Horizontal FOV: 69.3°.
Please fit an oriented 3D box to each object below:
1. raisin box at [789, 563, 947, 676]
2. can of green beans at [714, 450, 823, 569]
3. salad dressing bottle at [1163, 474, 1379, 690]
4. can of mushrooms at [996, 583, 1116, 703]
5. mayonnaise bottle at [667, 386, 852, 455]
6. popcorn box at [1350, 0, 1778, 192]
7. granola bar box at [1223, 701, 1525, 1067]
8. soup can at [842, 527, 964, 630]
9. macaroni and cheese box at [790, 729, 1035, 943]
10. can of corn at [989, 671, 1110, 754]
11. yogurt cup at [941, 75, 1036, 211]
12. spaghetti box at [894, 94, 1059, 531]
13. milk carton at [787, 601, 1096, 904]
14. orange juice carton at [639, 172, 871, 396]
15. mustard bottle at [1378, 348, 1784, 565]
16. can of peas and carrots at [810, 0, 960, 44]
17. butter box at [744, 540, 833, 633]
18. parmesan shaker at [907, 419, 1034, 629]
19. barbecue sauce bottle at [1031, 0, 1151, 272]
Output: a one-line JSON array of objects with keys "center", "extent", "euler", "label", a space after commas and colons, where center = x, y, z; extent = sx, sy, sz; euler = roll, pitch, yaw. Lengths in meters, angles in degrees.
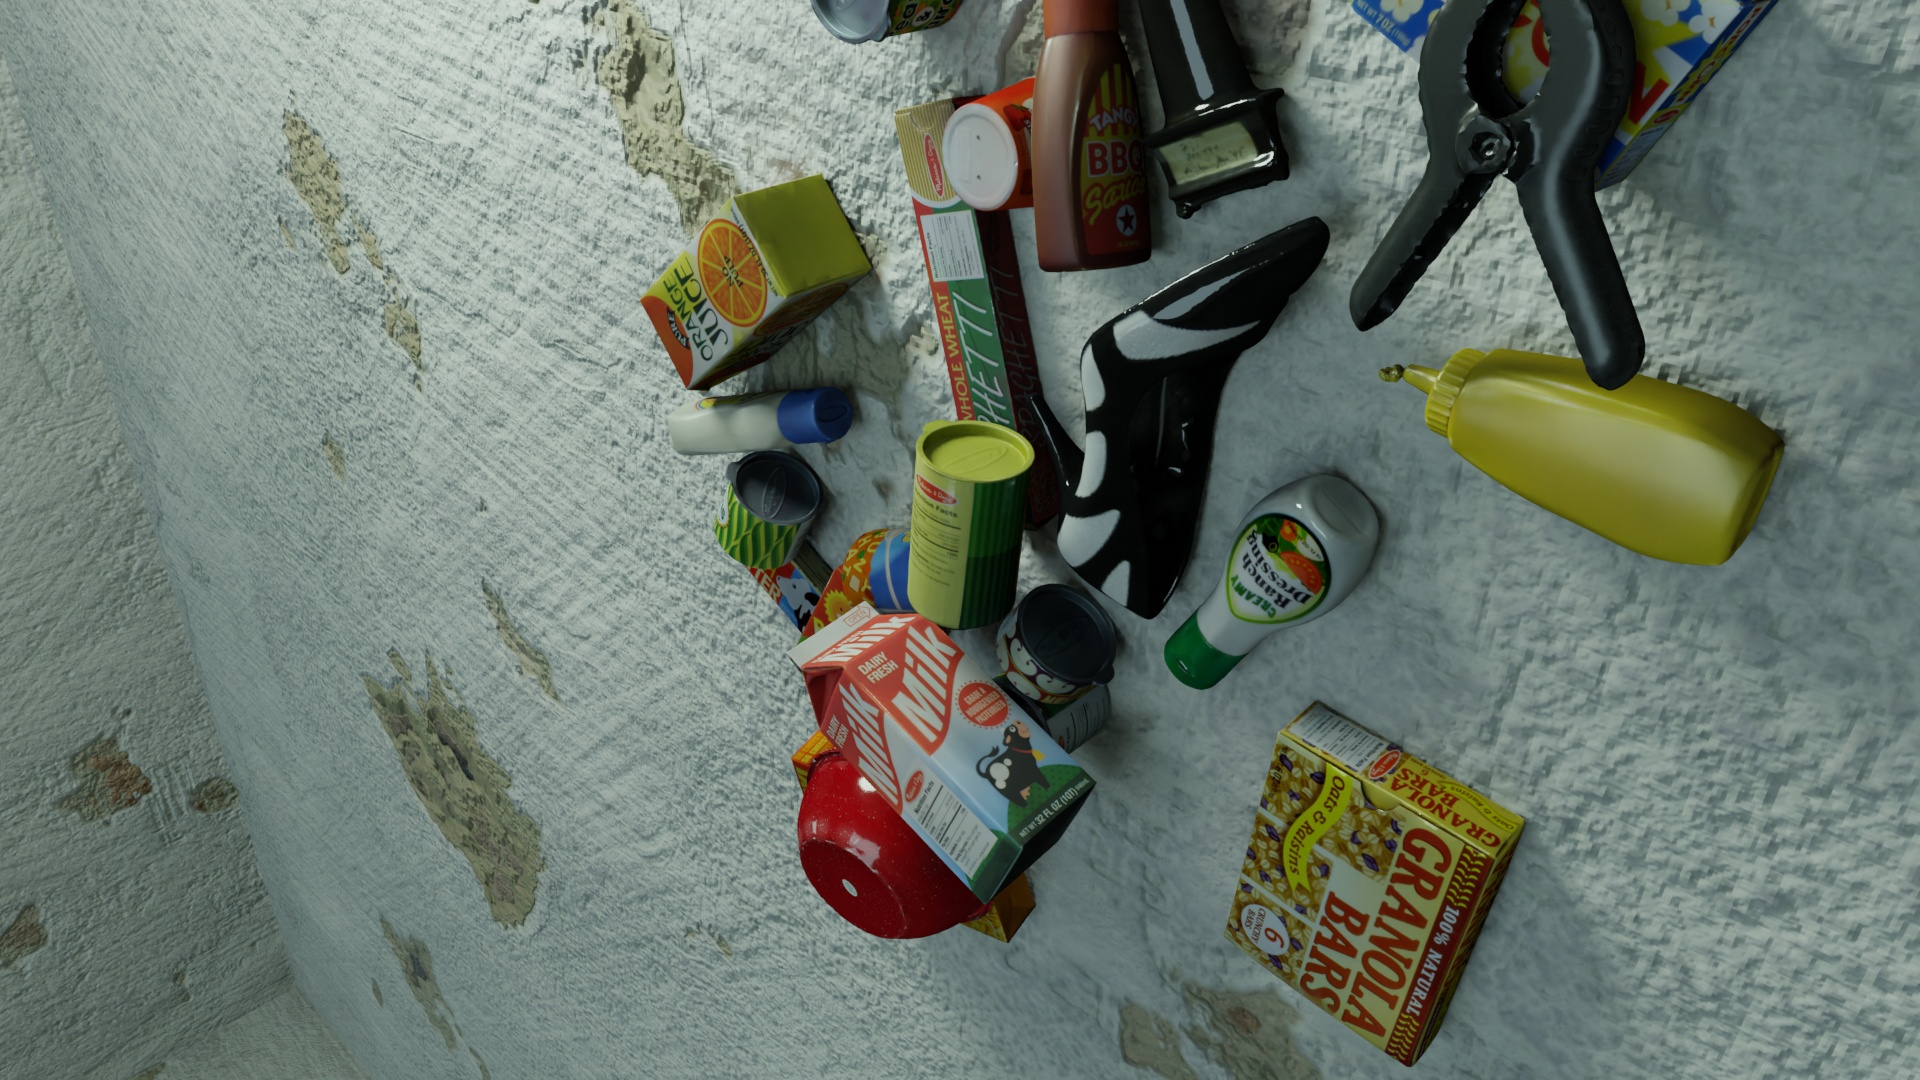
[{"center": [-0.068, 0.076, 0.996], "extent": [0.086, 0.040, 0.122], "euler": [49, 140, 16], "label": "raisin box"}, {"center": [-0.138, -0.022, 0.996], "extent": [0.071, 0.071, 0.057], "euler": [49, 139, 16], "label": "can of green beans"}, {"center": [0.156, 0.027, 0.721], "extent": [0.064, 0.044, 0.146], "euler": [49, 139, 15], "label": "salad dressing bottle"}, {"center": [0.058, 0.064, 0.831], "extent": [0.071, 0.071, 0.033], "euler": [53, 140, 12], "label": "can of mushrooms"}, {"center": [-0.137, -0.084, 0.967], "extent": [0.148, 0.065, 0.041], "euler": [-1, 107, 43], "label": "mayonnaise bottle"}, {"center": [0.222, -0.204, 0.525], "extent": [0.127, 0.038, 0.084], "euler": [48, 138, 17], "label": "popcorn box"}, {"center": [0.216, 0.187, 0.750], "extent": [0.124, 0.039, 0.164], "euler": [30, 131, 33], "label": "granola bar box"}, {"center": [-0.026, 0.021, 0.901], "extent": [0.083, 0.072, 0.071], "euler": [-1, 110, 48], "label": "soup can"}, {"center": [-0.036, 0.212, 1.005], "extent": [0.166, 0.040, 0.123], "euler": [11, 132, 37], "label": "macaroni and cheese box"}, {"center": [0.049, 0.104, 0.870], "extent": [0.071, 0.058, 0.070], "euler": [25, 128, 37], "label": "can of corn"}, {"center": [0.027, -0.204, 0.724], "extent": [0.072, 0.054, 0.072], "euler": [25, 127, 38], "label": "yogurt cup"}, {"center": [0.012, -0.127, 0.804], "extent": [0.050, 0.029, 0.249], "euler": [7, 116, 45], "label": "spaghetti box"}, {"center": [-0.018, 0.116, 0.840], "extent": [0.191, 0.073, 0.073], "euler": [43, 139, 18], "label": "milk carton"}, {"center": [-0.148, -0.161, 0.923], "extent": [0.192, 0.073, 0.072], "euler": [-27, 90, 51], "label": "orange juice carton"}, {"center": [0.248, -0.047, 0.577], "extent": [0.160, 0.049, 0.065], "euler": [31, 131, 34], "label": "mustard bottle"}, {"center": [-0.038, -0.300, 0.738], "extent": [0.071, 0.059, 0.070], "euler": [25, 128, 36], "label": "can of peas and carrots"}, {"center": [-0.132, 0.018, 1.045], "extent": [0.103, 0.024, 0.052], "euler": [48, 138, 17], "label": "butter box"}, {"center": [0.003, -0.010, 0.803], "extent": [0.071, 0.071, 0.102], "euler": [31, 132, 32], "label": "parmesan shaker"}, {"center": [0.062, -0.209, 0.681], "extent": [0.043, 0.065, 0.148], "euler": [8, 108, 45], "label": "barbecue sauce bottle"}]
